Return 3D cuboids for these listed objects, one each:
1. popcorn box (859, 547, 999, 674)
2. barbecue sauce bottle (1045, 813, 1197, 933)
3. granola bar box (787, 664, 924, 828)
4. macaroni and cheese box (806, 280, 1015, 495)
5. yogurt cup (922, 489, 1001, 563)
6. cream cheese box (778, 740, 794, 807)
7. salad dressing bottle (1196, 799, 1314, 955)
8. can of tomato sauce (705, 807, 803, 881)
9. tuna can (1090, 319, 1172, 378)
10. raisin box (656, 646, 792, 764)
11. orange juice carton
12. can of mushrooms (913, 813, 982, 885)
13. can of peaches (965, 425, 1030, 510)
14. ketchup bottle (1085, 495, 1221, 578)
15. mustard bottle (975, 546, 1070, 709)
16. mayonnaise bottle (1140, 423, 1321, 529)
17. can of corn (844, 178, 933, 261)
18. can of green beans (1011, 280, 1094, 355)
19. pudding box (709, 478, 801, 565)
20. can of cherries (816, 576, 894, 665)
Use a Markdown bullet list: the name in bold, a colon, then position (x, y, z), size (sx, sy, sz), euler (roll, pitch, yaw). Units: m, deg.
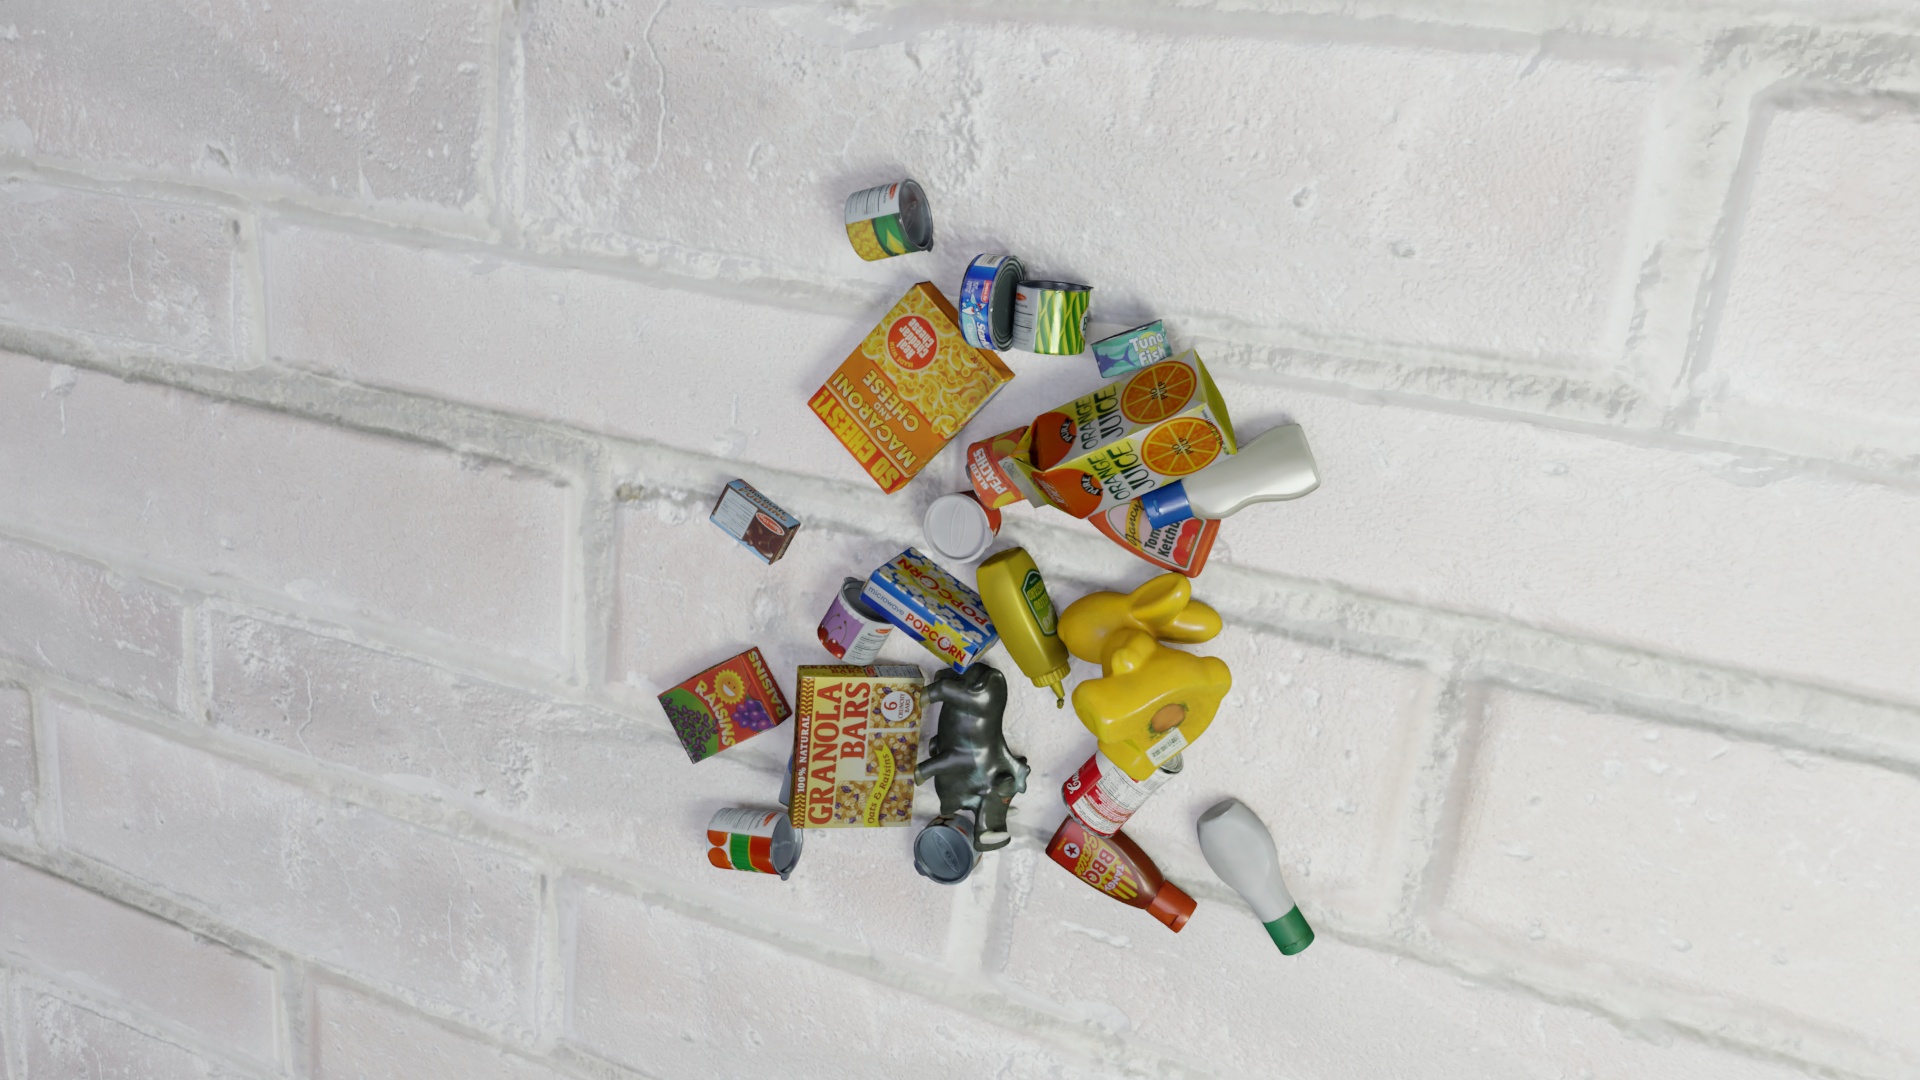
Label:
- **popcorn box**: position (-0.024, 0.065, 1.333), size (0.127, 0.085, 0.038), euler (36, 115, 11)
- **barbecue sauce bottle**: position (0.158, 0.320, 1.343), size (0.149, 0.044, 0.064), euler (34, 117, 11)
- **granola bar box**: position (-0.106, 0.206, 1.396), size (0.124, 0.039, 0.165), euler (2, 107, -14)
- **macaroni and cheese box**: position (-0.048, -0.143, 1.318), size (0.124, 0.040, 0.166), euler (49, 115, 5)
- **yogurt cup**: position (0.005, -0.017, 1.318), size (0.072, 0.054, 0.072), euler (6, 105, 22)
- **cream cheese box**: position (-0.157, 0.223, 1.447), size (0.024, 0.053, 0.103), euler (22, 110, 15)
- **salad dressing bottle**: position (0.276, 0.314, 1.292), size (0.064, 0.044, 0.147), euler (-31, 91, 24)
- **can of tomato sauce**: position (-0.221, 0.325, 1.492), size (0.083, 0.071, 0.071), euler (0, 103, 24)
- **tuna can**: position (0.151, -0.167, 1.211), size (0.071, 0.071, 0.032), euler (-16, 98, 26)
- **raisin box**: position (-0.252, 0.176, 1.483), size (0.123, 0.040, 0.086), euler (-26, 91, 25)
- **orange juice carton**: position (0.133, -0.083, 1.202), size (0.192, 0.073, 0.071), euler (-23, 134, 19)
- **can of mushrooms**: position (-0.014, 0.316, 1.420), size (0.071, 0.033, 0.071), euler (6, 105, 21)
- **can of peaches**: position (0.045, -0.067, 1.280), size (0.058, 0.071, 0.071), euler (-17, 96, 25)
- **ketchup bottle**: position (0.157, -0.021, 1.259), size (0.149, 0.043, 0.064), euler (23, 101, 17)
- **mustard bottle**: position (0.068, 0.087, 1.315), size (0.048, 0.065, 0.160), euler (-20, 101, 31)
- **mayonnaise bottle**: position (0.231, -0.050, 1.201), size (0.148, 0.041, 0.065), euler (-19, 82, 11)
- **can of corn**: position (-0.065, -0.291, 1.275), size (0.058, 0.071, 0.071), euler (-7, 100, 25)
- **can of green beans**: position (0.080, -0.198, 1.235), size (0.071, 0.071, 0.057), euler (11, 108, 20)
- **pudding box**: position (-0.211, -0.019, 1.423), size (0.084, 0.030, 0.049), euler (36, 113, 11)
- **can of cherries**: position (-0.103, 0.080, 1.383), size (0.071, 0.072, 0.058), euler (37, 115, 11)
